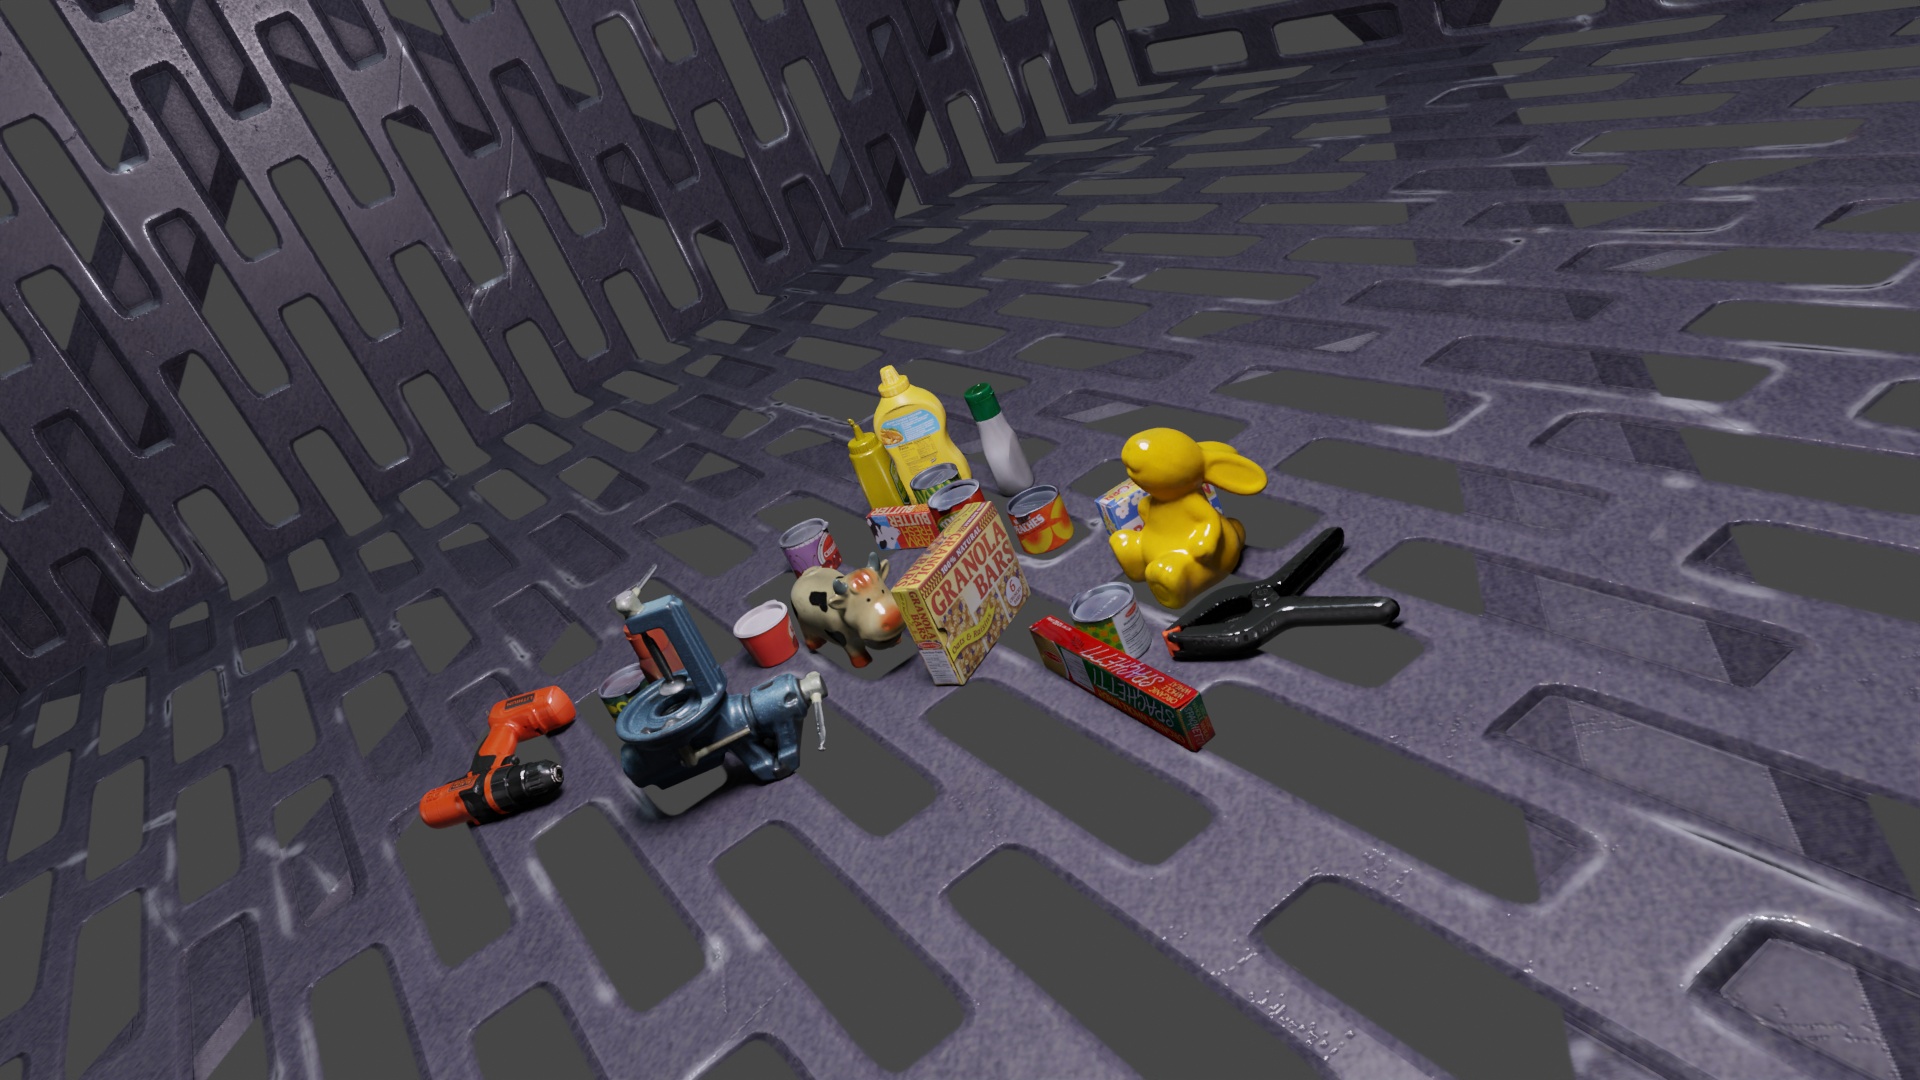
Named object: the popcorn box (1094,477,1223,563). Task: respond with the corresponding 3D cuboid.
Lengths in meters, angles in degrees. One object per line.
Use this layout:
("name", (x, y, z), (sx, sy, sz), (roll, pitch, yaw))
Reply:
("popcorn box", (0.216, -0.035, 1.503), (0.127, 0.085, 0.038), (-32, 25, -17))

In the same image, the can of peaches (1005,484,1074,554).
("can of peaches", (0.092, -0.023, 1.622), (0.071, 0.058, 0.071), (-20, 25, 9))

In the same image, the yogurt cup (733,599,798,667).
("yogurt cup", (-0.226, 0.113, 1.635), (0.072, 0.053, 0.073), (-20, 25, 9))

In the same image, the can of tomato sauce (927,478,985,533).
("can of tomato sauce", (0.006, -0.021, 1.664), (0.071, 0.082, 0.071), (-20, 25, 9))

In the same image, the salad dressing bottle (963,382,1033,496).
("salad dressing bottle", (0.048, -0.129, 1.767), (0.044, 0.147, 0.064), (-11, 27, 26))

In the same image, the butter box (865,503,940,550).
("butter box", (-0.066, -0.017, 1.756), (0.103, 0.053, 0.024), (-5, 31, 36))

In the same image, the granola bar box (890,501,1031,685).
("granola bar box", (0.005, 0.054, 1.463), (0.039, 0.123, 0.166), (-5, 30, 36))

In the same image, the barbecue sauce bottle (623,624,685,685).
("barbecue sauce bottle", (-0.322, 0.150, 1.532), (0.044, 0.148, 0.065), (-38, 28, -29))

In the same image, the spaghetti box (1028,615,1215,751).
("spaghetti box", (0.144, 0.128, 1.281), (0.029, 0.050, 0.250), (-32, 26, -18))

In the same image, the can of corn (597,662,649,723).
("can of corn", (-0.378, 0.186, 1.618), (0.071, 0.058, 0.071), (-20, 25, 9))

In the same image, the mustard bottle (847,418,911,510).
("mustard bottle", (-0.110, -0.089, 1.811), (0.049, 0.159, 0.065), (-20, 24, 9))

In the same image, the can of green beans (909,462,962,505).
("can of green beans", (-0.025, -0.060, 1.801), (0.071, 0.057, 0.071), (-20, 25, 9))

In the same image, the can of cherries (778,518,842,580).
("can of cherries", (-0.192, 0.013, 1.802), (0.071, 0.058, 0.072), (-20, 25, 9))

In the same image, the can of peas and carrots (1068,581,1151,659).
("can of peas and carrots", (0.145, 0.083, 1.360), (0.071, 0.058, 0.071), (-20, 25, 9))
